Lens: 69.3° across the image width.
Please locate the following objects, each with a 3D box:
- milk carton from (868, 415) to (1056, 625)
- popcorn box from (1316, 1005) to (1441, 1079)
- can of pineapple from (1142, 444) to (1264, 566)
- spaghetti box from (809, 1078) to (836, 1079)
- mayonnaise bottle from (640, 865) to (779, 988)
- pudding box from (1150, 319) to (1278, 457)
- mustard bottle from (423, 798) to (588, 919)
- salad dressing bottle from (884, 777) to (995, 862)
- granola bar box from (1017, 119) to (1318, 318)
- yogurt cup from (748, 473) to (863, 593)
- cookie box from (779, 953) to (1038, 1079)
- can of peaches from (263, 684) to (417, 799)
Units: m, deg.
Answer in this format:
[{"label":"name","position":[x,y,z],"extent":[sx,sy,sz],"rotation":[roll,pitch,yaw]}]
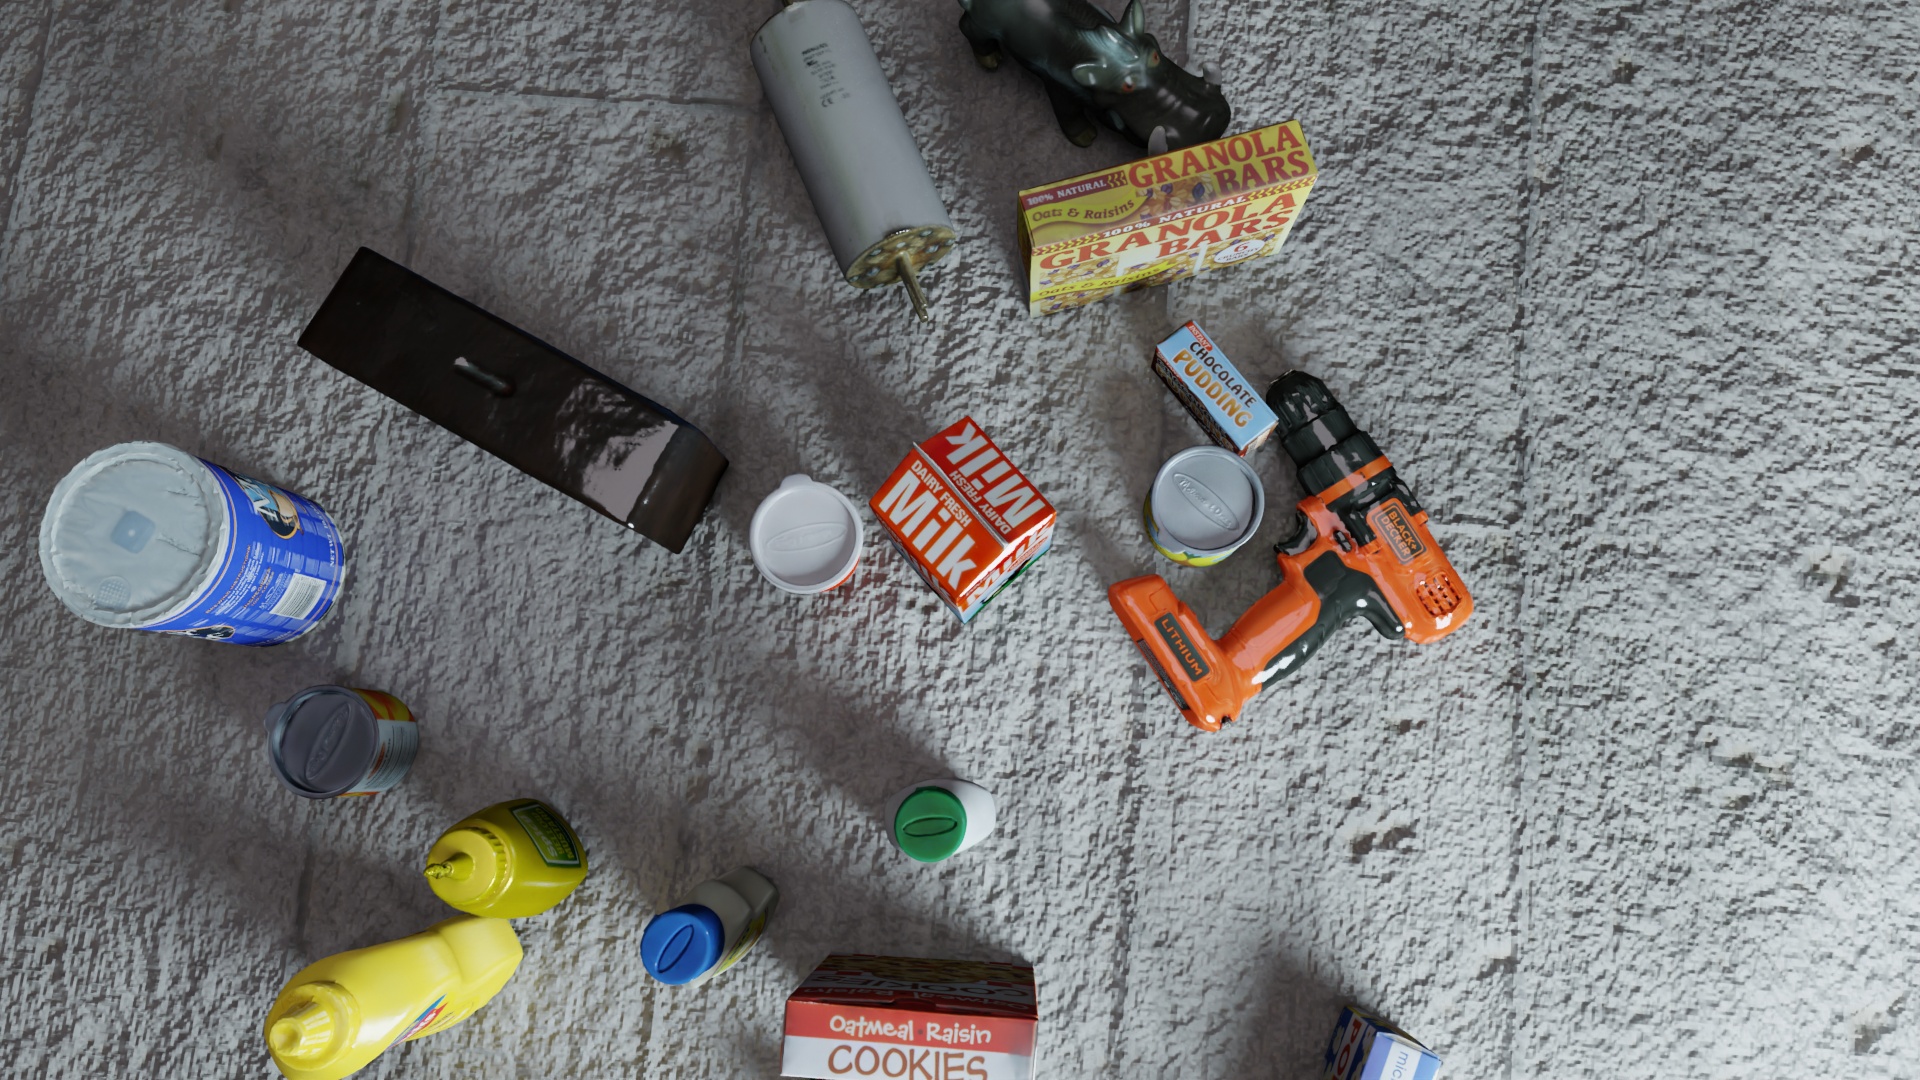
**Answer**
[{"label":"milk carton","position":[0.003,-0.010,0.773],"extent":[0.073,0.190,0.072],"rotation":[-42,82,-4]},{"label":"popcorn box","position":[0.215,0.327,0.761],"extent":[0.038,0.085,0.127],"rotation":[22,82,6]},{"label":"can of pineapple","position":[0.143,-0.019,0.837],"extent":[0.071,0.058,0.071],"rotation":[0,81,2]},{"label":"spaghetti box","position":[-0.017,0.411,0.773],"extent":[0.029,0.050,0.250],"rotation":[-35,81,-3]},{"label":"mayonnaise bottle","position":[-0.139,0.215,0.762],"extent":[0.041,0.148,0.065],"rotation":[35,84,7]},{"label":"pudding box","position":[0.155,-0.091,0.853],"extent":[0.030,0.049,0.084],"rotation":[-37,81,-4]},{"label":"mustard bottle","position":[-0.255,0.177,0.766],"extent":[0.049,0.160,0.065],"rotation":[-38,81,-4]},{"label":"salad dressing bottle","position":[-0.013,0.154,0.768],"extent":[0.064,0.147,0.044],"rotation":[-7,81,1]},{"label":"granola bar box","position":[0.117,-0.190,0.833],"extent":[0.166,0.124,0.039],"rotation":[-15,81,0]},{"label":"yogurt cup","position":[-0.090,0.001,0.844],"extent":[0.072,0.054,0.072],"rotation":[0,81,2]},{"label":"cookie box","position":[-0.021,0.252,0.741],"extent":[0.123,0.167,0.040],"rotation":[3,81,3]},{"label":"can of peaches","position":[-0.371,0.119,0.833],"extent":[0.071,0.058,0.071],"rotation":[0,81,2]}]
